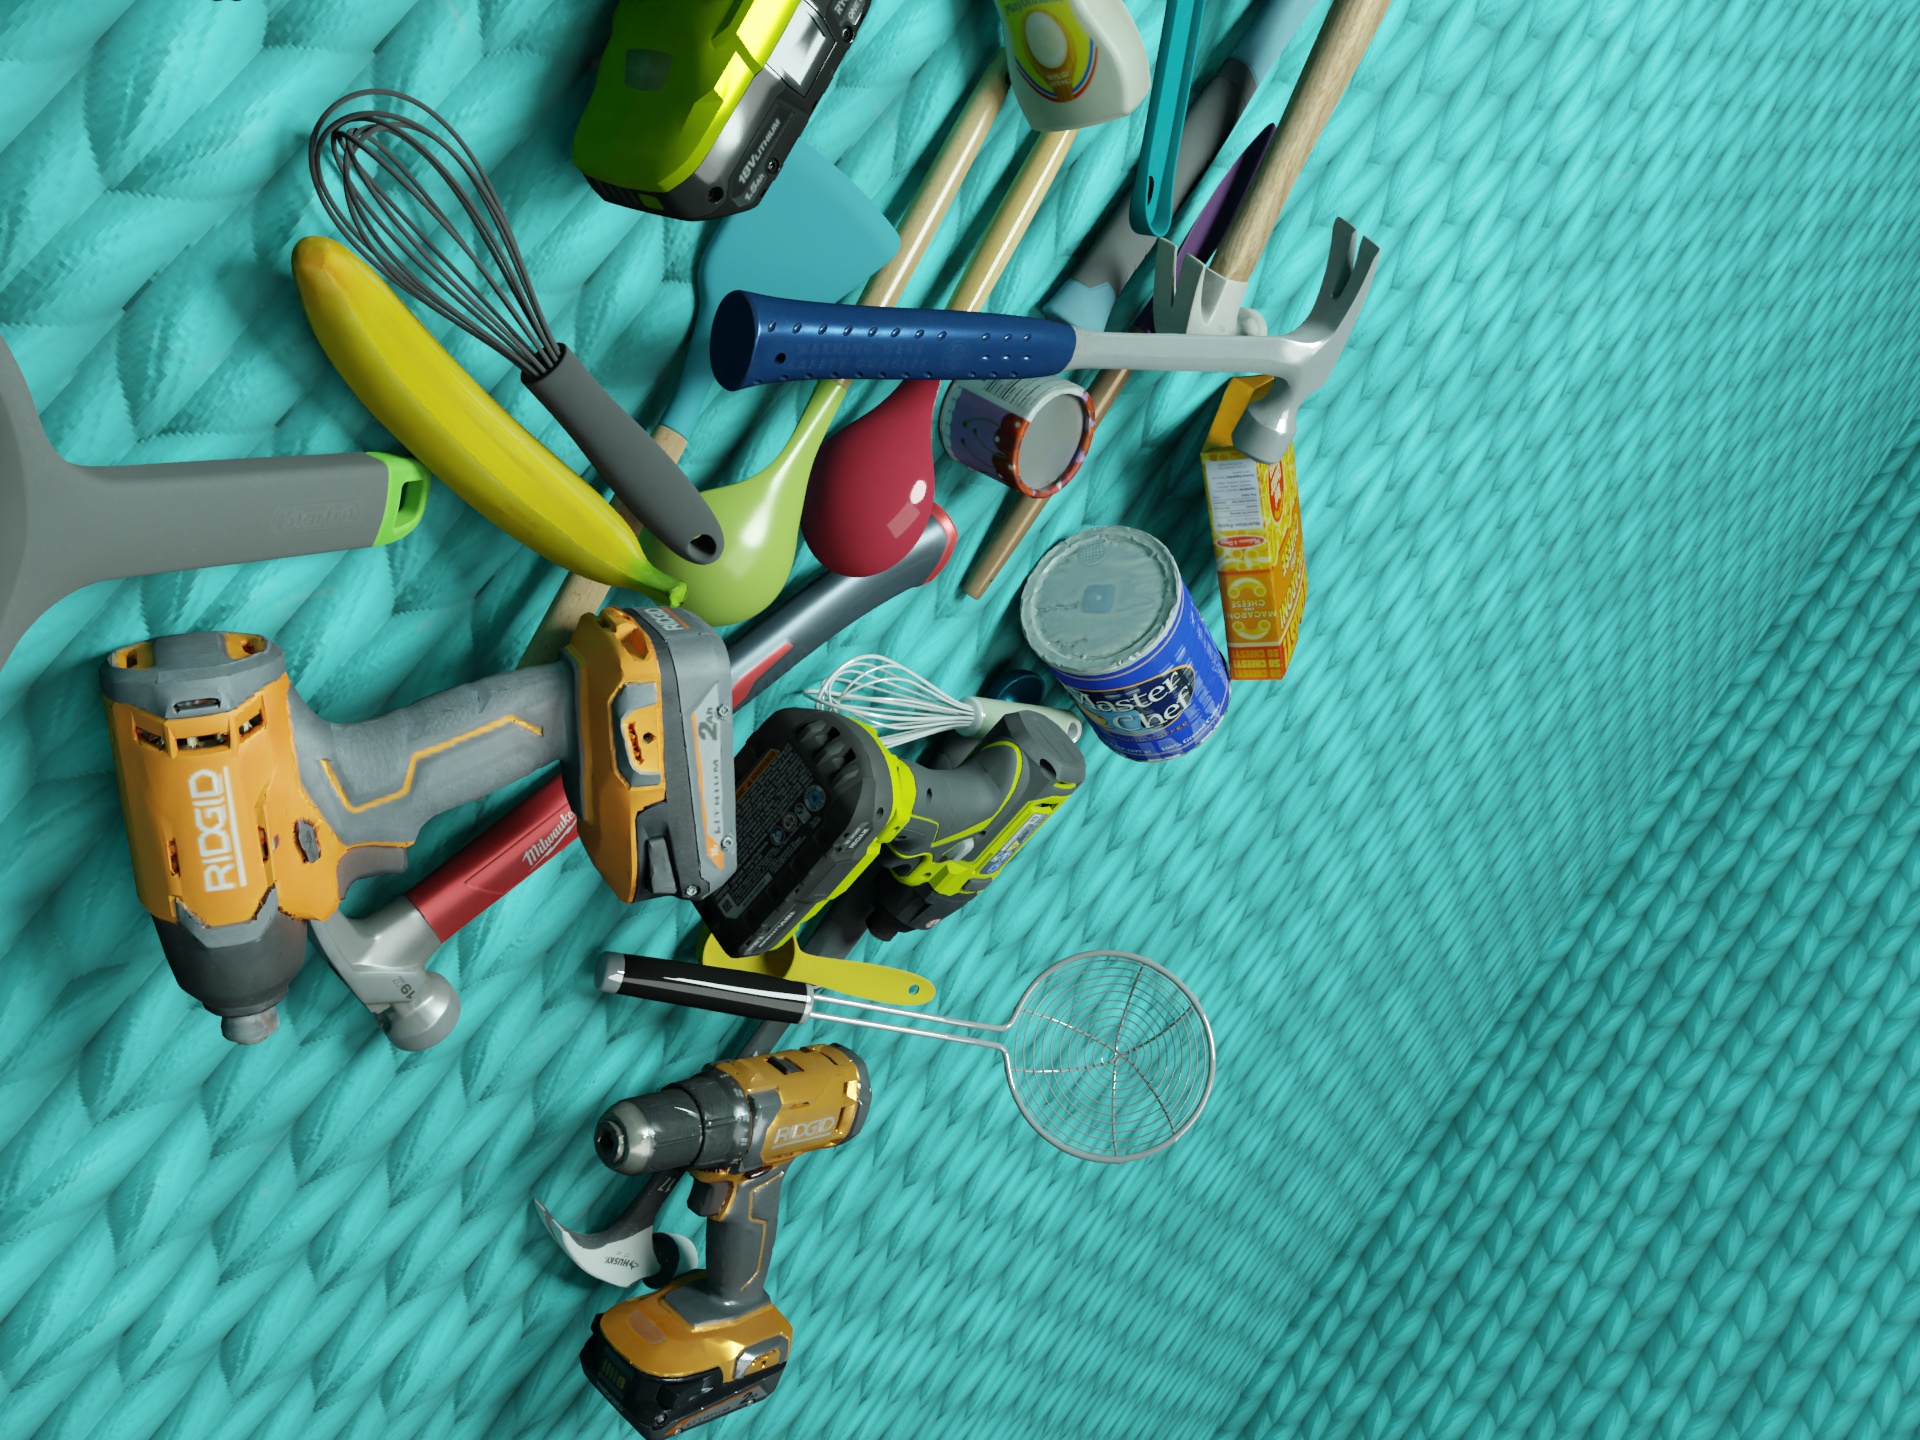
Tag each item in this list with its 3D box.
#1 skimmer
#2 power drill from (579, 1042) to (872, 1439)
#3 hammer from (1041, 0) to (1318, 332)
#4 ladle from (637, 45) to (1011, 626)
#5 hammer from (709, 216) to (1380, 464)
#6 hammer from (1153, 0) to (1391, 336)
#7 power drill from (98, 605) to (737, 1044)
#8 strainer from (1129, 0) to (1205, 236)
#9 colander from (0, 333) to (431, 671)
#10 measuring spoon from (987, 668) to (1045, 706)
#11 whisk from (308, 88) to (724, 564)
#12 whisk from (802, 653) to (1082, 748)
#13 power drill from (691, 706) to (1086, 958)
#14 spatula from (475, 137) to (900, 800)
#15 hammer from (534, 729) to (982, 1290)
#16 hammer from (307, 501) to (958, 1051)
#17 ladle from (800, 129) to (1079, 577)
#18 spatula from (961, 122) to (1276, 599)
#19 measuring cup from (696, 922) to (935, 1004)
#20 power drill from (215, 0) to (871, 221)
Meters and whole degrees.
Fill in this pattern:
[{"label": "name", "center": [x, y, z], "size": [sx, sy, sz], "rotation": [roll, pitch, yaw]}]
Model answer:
[{"label": "skimmer", "center": [-0.024, 0.174, 0.915], "size": [0.363, 0.090, 0.127], "rotation": [15, 80, -26]}, {"label": "power drill", "center": [-0.155, 0.303, 0.938], "size": [0.185, 0.084, 0.226], "rotation": [4, 108, -51]}, {"label": "hammer", "center": [0.152, -0.353, 0.898], "size": [0.331, 0.033, 0.128], "rotation": [-56, 148, -3]}, {"label": "ladle", "center": [-0.058, -0.188, 0.767], "size": [0.078, 0.062, 0.320], "rotation": [34, 82, -52]}, {"label": "hammer", "center": [0.060, -0.190, 0.790], "size": [0.405, 0.035, 0.144], "rotation": [-10, 138, -40]}, {"label": "hammer", "center": [0.194, -0.345, 0.848], "size": [0.130, 0.031, 0.331], "rotation": [-17, 138, -54]}, {"label": "power drill", "center": [-0.210, 0.039, 0.644], "size": [0.226, 0.084, 0.164], "rotation": [-8, 111, -25]}, {"label": "strainer", "center": [0.150, -0.401, 0.753], "size": [0.211, 0.095, 0.340], "rotation": [-11, 115, -53]}, {"label": "colander", "center": [-0.326, -0.069, 0.483], "size": [0.397, 0.094, 0.204], "rotation": [-26, 138, -65]}, {"label": "measuring spoon", "center": [0.019, 0.016, 1.050], "size": [0.042, 0.021, 0.128], "rotation": [-9, 133, -37]}, {"label": "whisk", "center": [-0.160, -0.141, 0.624], "size": [0.055, 0.055, 0.238], "rotation": [-50, 136, -12]}, {"label": "whisk", "center": [-0.002, -0.003, 0.956], "size": [0.246, 0.059, 0.058], "rotation": [7, 100, -52]}, {"label": "power drill", "center": [-0.044, 0.066, 0.878], "size": [0.171, 0.080, 0.223], "rotation": [-49, 153, 21]}, {"label": "spatula", "center": [-0.135, -0.104, 0.702], "size": [0.082, 0.044, 0.317], "rotation": [33, 82, -45]}, {"label": "hammer", "center": [-0.110, 0.174, 0.992], "size": [0.409, 0.036, 0.149], "rotation": [-55, 146, -5]}, {"label": "hammer", "center": [-0.149, -0.007, 0.789], "size": [0.386, 0.038, 0.143], "rotation": [-41, 142, -24]}, {"label": "ladle", "center": [0.007, -0.217, 0.812], "size": [0.315, 0.069, 0.031], "rotation": [-62, 173, -4]}, {"label": "spatula", "center": [0.091, -0.204, 0.923], "size": [0.316, 0.018, 0.059], "rotation": [-56, 165, 11]}, {"label": "measuring cup", "center": [-0.086, 0.146, 0.950], "size": [0.156, 0.029, 0.062], "rotation": [18, 94, -30]}, {"label": "power drill", "center": [-0.143, -0.273, 0.535], "size": [0.228, 0.080, 0.190], "rotation": [35, 81, -55]}]
